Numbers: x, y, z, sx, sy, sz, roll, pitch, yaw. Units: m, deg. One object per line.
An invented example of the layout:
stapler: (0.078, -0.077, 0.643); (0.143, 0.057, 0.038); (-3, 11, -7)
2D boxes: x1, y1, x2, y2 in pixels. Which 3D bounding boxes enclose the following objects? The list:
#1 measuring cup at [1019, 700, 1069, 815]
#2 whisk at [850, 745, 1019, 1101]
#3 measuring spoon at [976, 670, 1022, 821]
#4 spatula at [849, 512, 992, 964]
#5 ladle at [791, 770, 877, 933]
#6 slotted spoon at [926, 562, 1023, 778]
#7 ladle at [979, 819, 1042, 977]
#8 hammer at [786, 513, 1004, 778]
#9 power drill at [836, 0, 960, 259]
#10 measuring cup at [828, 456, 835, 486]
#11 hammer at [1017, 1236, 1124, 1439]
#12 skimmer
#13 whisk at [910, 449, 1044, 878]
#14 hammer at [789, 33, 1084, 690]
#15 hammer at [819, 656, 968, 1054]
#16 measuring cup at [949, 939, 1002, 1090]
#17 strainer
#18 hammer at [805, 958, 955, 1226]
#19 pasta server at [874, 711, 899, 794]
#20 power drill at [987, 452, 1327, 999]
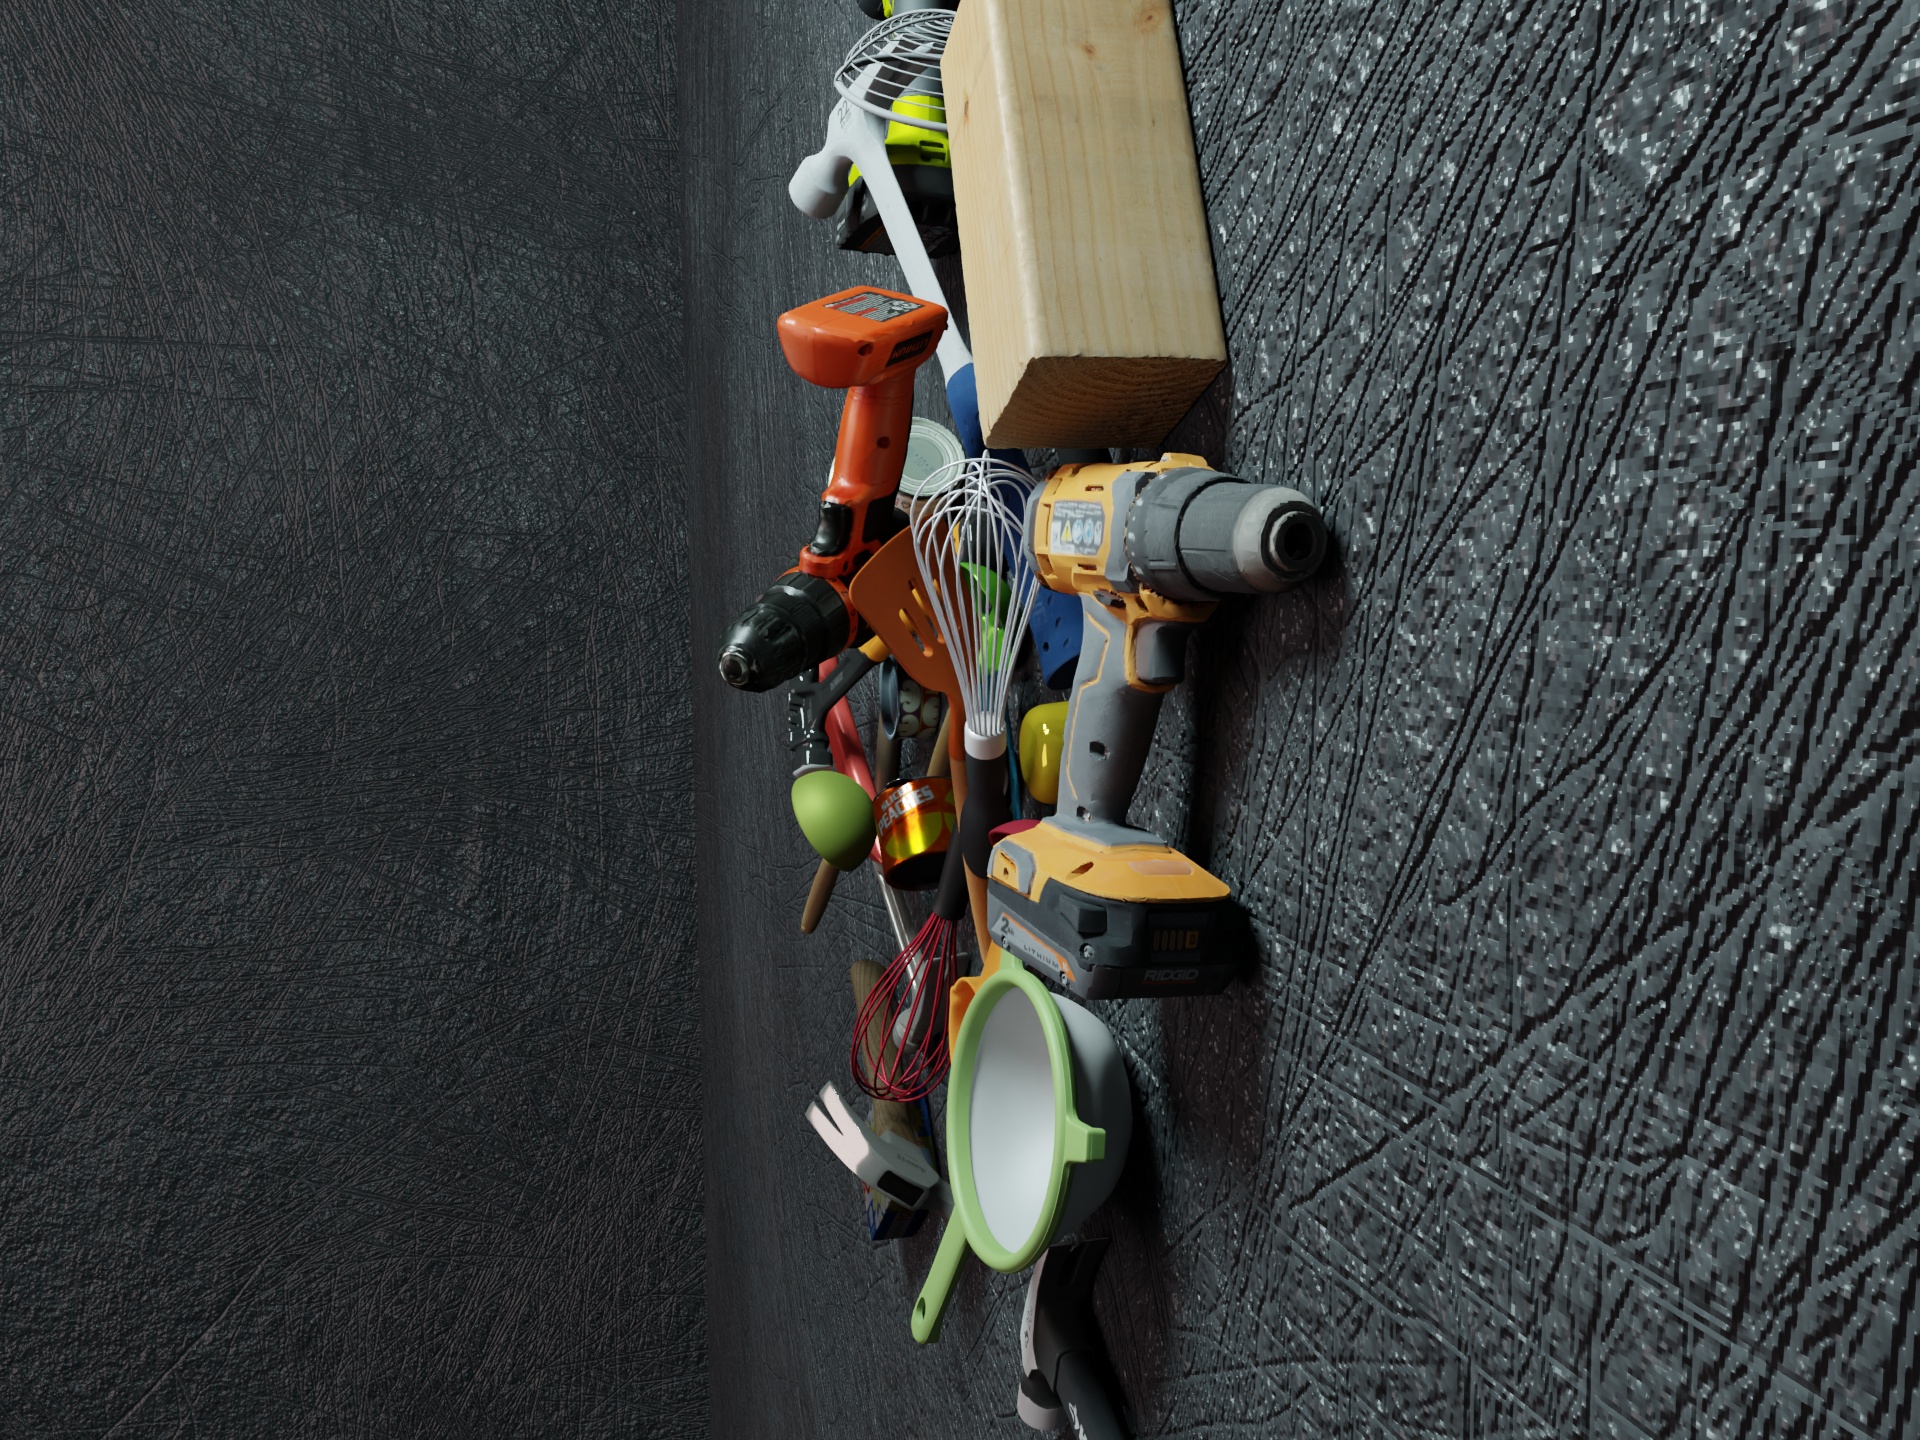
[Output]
measuring cup: (0.045, 0.058, 0.903); (0.062, 0.029, 0.156); (-111, 24, -51)
whisk: (-0.013, 0.140, 1.045); (0.073, 0.073, 0.295); (-114, 36, -54)
measuring spoon: (0.022, 0.028, 0.939); (0.042, 0.021, 0.129); (82, -179, -58)
spatula: (-0.003, 0.033, 0.926); (0.041, 0.081, 0.322); (22, 139, 30)
ladle: (-0.115, 0.122, 1.260); (0.078, 0.062, 0.320); (64, 159, 17)
slotted spoon: (-0.002, -0.003, 1.071); (0.070, 0.031, 0.313); (57, 155, 23)
ladle: (0.030, 0.134, 0.954); (0.031, 0.069, 0.315); (-54, -10, -30)
hammer: (-0.056, -0.067, 1.134); (0.337, 0.034, 0.127); (142, 127, -57)
power drill: (-0.037, -0.433, 1.061); (0.191, 0.080, 0.228); (-166, 78, -73)
measuring cup: (-0.072, -0.137, 1.271); (0.083, 0.038, 0.167); (-52, -38, -62)
hammer: (0.092, 0.402, 0.764); (0.335, 0.035, 0.146); (-120, 31, -60)
skimmer: (0.028, -0.209, 0.823); (0.090, 0.127, 0.363); (-31, 71, 63)
whisk: (0.014, -0.016, 0.831); (0.070, 0.070, 0.284); (-109, 12, -47)
hammer: (0.000, -0.205, 0.894); (0.144, 0.035, 0.406); (-44, 58, 45)
hammer: (-0.071, 0.072, 1.248); (0.149, 0.036, 0.359); (108, 149, -53)
measuring cup: (0.036, 0.162, 0.913); (0.095, 0.052, 0.173); (-108, 24, -47)
strainer: (0.035, 0.248, 0.849); (0.152, 0.069, 0.256); (-112, 33, -52)
hammer: (-0.060, 0.263, 1.211); (0.031, 0.130, 0.331); (-54, 16, 9)
pasta server: (-0.063, -0.020, 1.276); (0.060, 0.040, 0.316); (-124, 34, -54)
power drill: (0.082, 0.001, 0.673); (0.185, 0.084, 0.226); (-163, 76, -65)
